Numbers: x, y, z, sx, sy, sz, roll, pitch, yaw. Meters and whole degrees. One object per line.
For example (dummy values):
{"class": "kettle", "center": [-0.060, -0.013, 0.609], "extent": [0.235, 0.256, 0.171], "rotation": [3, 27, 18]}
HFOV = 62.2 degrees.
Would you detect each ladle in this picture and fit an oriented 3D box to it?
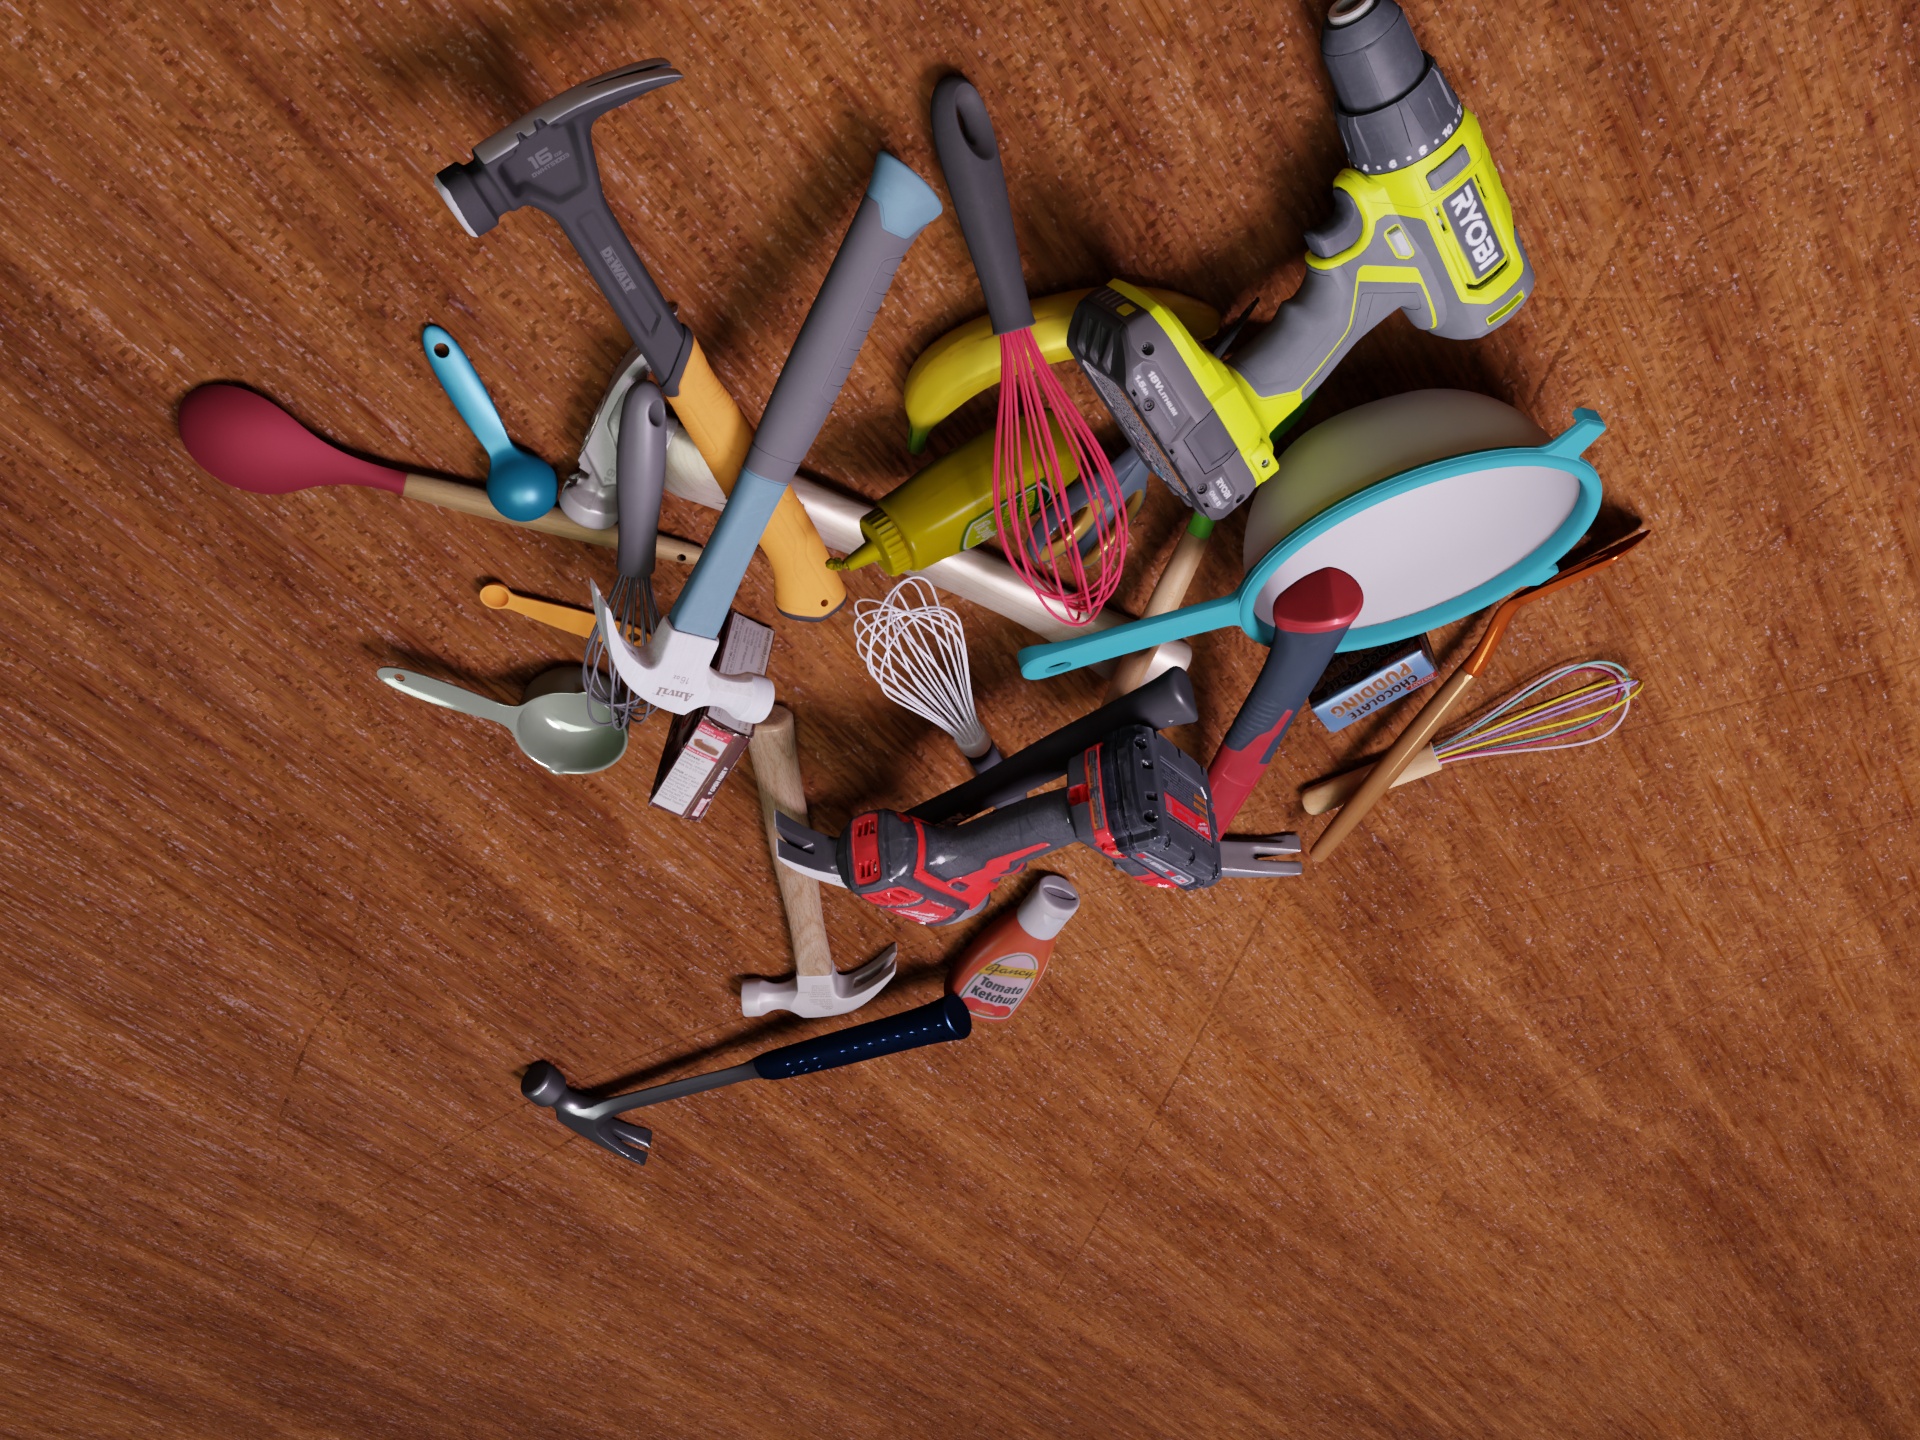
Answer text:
{"class": "ladle", "center": [-0.309, -0.137, 0.963], "extent": [0.315, 0.031, 0.069], "rotation": [13, 130, -16]}

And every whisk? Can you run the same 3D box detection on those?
{"class": "whisk", "center": [0.033, -0.189, 0.845], "extent": [0.073, 0.073, 0.295], "rotation": [-13, 108, 10]}
{"class": "whisk", "center": [-0.195, -0.091, 0.940], "extent": [0.055, 0.055, 0.238], "rotation": [7, 126, -8]}
{"class": "whisk", "center": [-0.001, -0.004, 1.049], "extent": [0.070, 0.070, 0.284], "rotation": [-15, 148, 12]}
{"class": "whisk", "center": [0.354, 0.017, 1.116], "extent": [0.245, 0.047, 0.051], "rotation": [-23, 131, 23]}

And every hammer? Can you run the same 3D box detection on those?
{"class": "hammer", "center": [0.202, 0.018, 1.031], "extent": [0.143, 0.038, 0.386], "rotation": [3, 153, -5]}
{"class": "hammer", "center": [-0.135, -0.180, 0.860], "extent": [0.127, 0.034, 0.336], "rotation": [-33, 134, -5]}
{"class": "hammer", "center": [0.019, 0.042, 1.048], "extent": [0.146, 0.035, 0.335], "rotation": [18, 145, -41]}
{"class": "hammer", "center": [-0.098, -0.146, 0.861], "extent": [0.128, 0.033, 0.331], "rotation": [13, 117, -37]}
{"class": "hammer", "center": [-0.172, 0.297, 1.341], "extent": [0.405, 0.035, 0.143], "rotation": [-19, 132, 24]}
{"class": "hammer", "center": [-0.121, 0.116, 1.202], "extent": [0.130, 0.031, 0.331], "rotation": [-3, 133, 1]}
{"class": "hammer", "center": [-0.028, -0.113, 0.986], "extent": [0.410, 0.038, 0.146], "rotation": [21, 128, -20]}

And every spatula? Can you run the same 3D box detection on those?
{"class": "spatula", "center": [0.335, -0.010, 1.067], "extent": [0.041, 0.081, 0.322], "rotation": [42, 125, 16]}

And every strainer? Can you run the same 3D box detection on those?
{"class": "strainer", "center": [0.190, -0.110, 0.931], "extent": [0.340, 0.095, 0.210], "rotation": [-16, 157, 6]}

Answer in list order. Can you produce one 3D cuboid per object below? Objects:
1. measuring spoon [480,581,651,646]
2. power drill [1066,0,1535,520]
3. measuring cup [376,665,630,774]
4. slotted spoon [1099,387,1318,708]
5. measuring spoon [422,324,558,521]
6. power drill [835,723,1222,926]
{"class": "measuring spoon", "center": [-0.255, -0.069, 1.040], "extent": [0.116, 0.011, 0.021], "rotation": [17, 131, -22]}
{"class": "power drill", "center": [0.172, -0.232, 0.815], "extent": [0.228, 0.080, 0.190], "rotation": [-40, 127, 2]}
{"class": "measuring cup", "center": [-0.303, -0.016, 1.069], "extent": [0.167, 0.038, 0.083], "rotation": [19, 130, -16]}
{"class": "slotted spoon", "center": [0.135, -0.095, 0.985], "extent": [0.070, 0.031, 0.313], "rotation": [3, 127, -27]}
{"class": "measuring spoon", "center": [-0.275, -0.169, 0.922], "extent": [0.042, 0.021, 0.128], "rotation": [-25, 123, -1]}
{"class": "power drill", "center": [0.046, 0.081, 1.013], "extent": [0.219, 0.079, 0.143], "rotation": [-17, 153, 26]}
